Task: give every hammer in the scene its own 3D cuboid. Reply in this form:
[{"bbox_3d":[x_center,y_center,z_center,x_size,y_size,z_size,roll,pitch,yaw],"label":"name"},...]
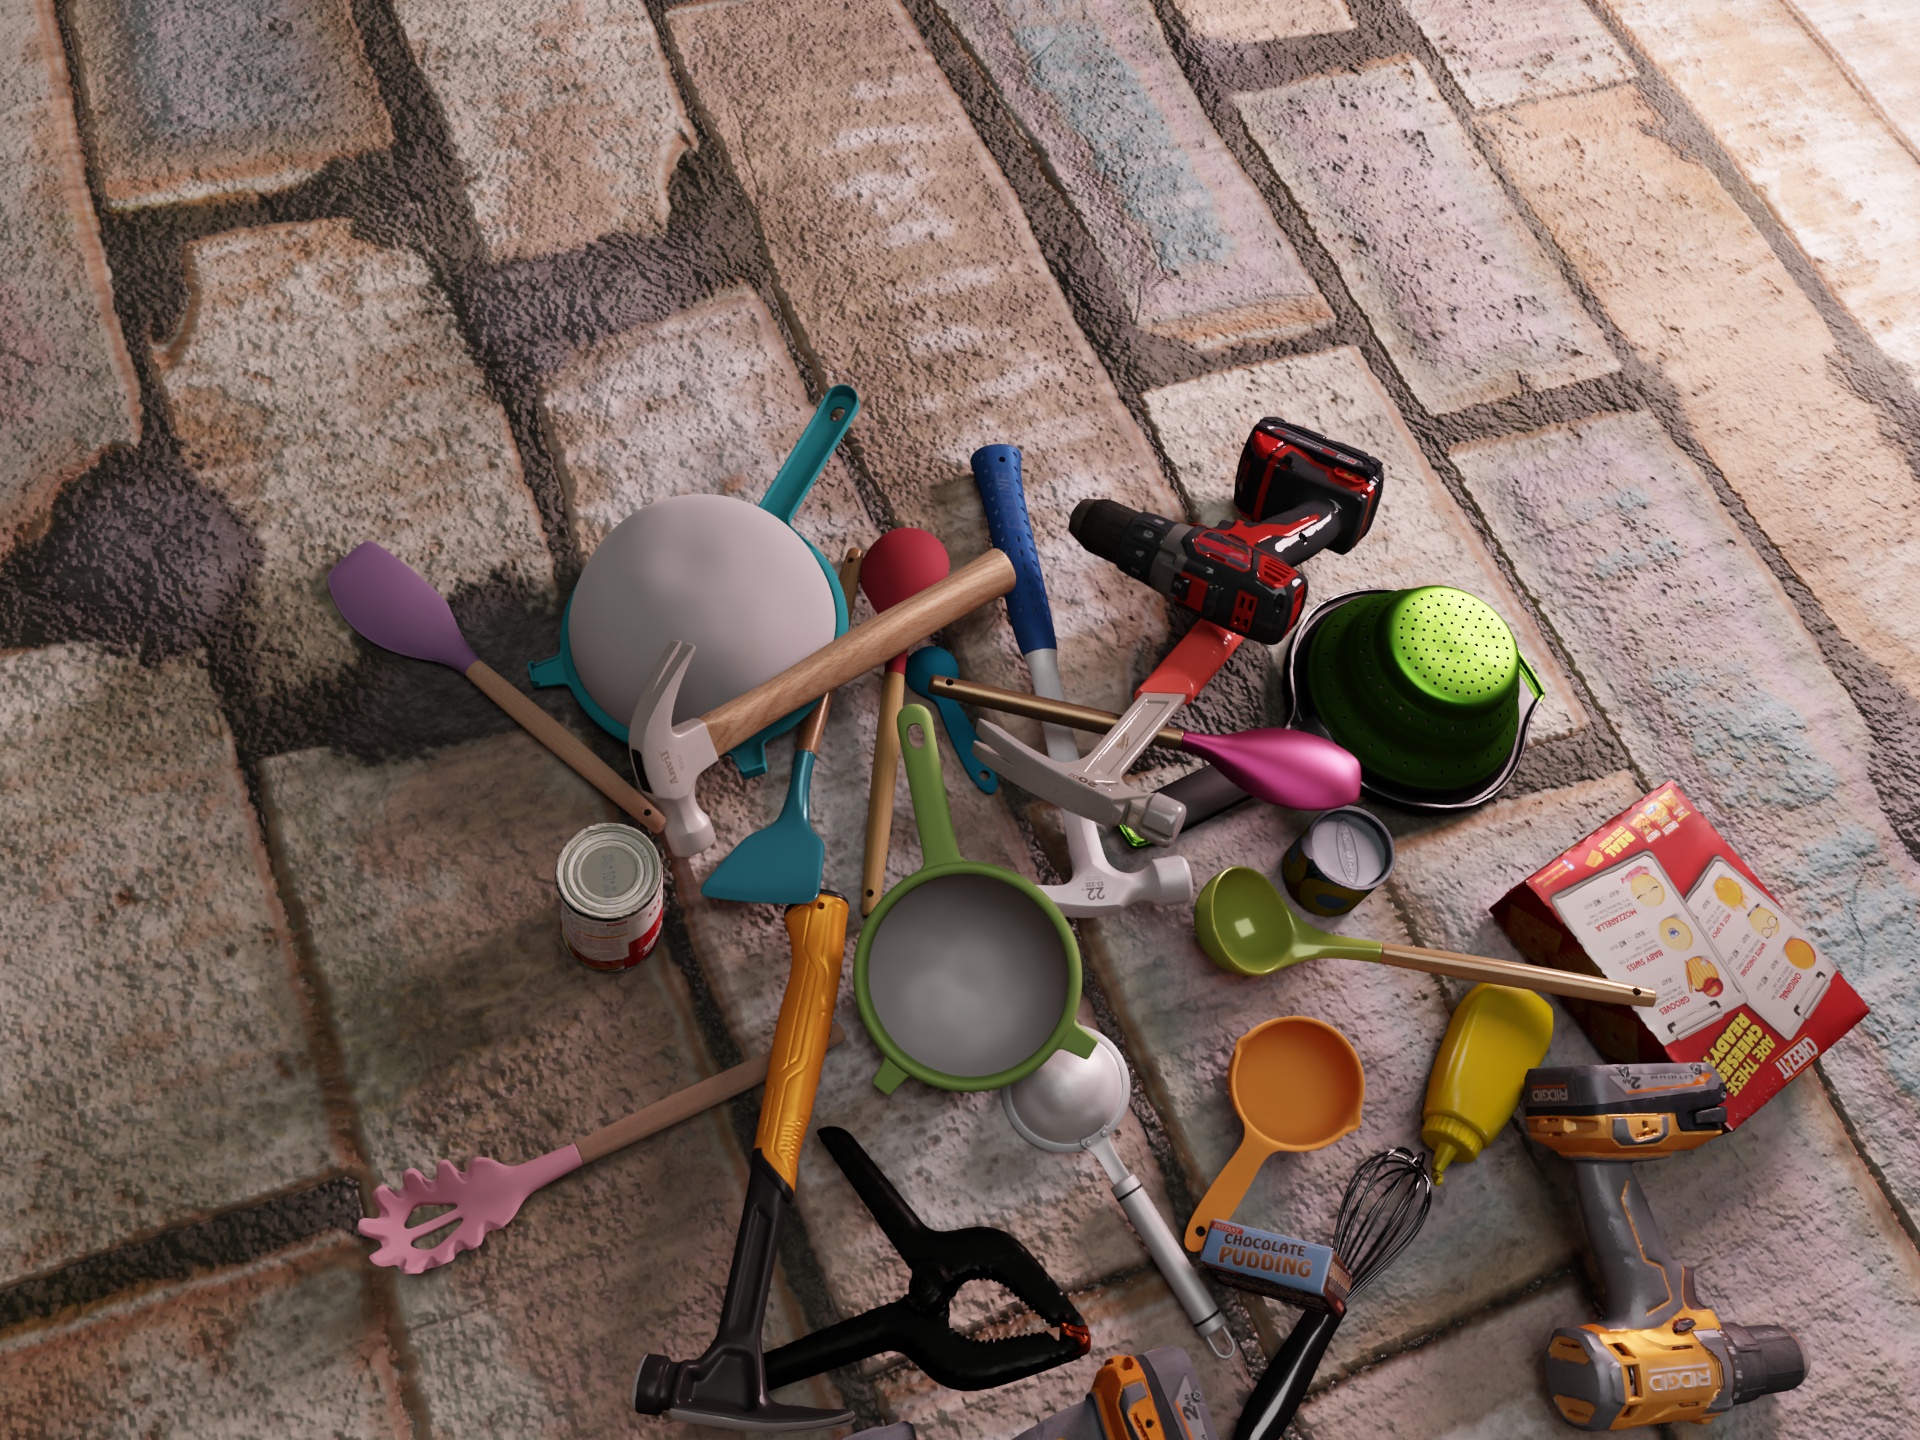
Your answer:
[{"bbox_3d":[-0.104,0.259,0.987,0.127,0.034,0.337,6,57,4],"label":"hammer"},{"bbox_3d":[-0.087,-0.042,1.107,0.331,0.130,0.031,-33,28,-32],"label":"hammer"},{"bbox_3d":[0.154,-0.038,1.159,0.149,0.036,0.359,26,40,17],"label":"hammer"},{"bbox_3d":[0.056,-0.040,1.194,0.144,0.035,0.406,-7,61,-7],"label":"hammer"}]

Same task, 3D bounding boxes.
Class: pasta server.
[{"bbox_3d":[-0.214,0.259,0.998,0.316,0.040,0.060,-22,70,-22],"label":"pasta server"}]

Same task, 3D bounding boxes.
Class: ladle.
[{"bbox_3d":[0.322,0.162,1.108,0.320,0.062,0.078,9,61,8],"label":"ladle"},{"bbox_3d":[-0.052,-0.009,1.166,0.069,0.031,0.316,1,67,9],"label":"ladle"}]

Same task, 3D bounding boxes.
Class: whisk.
[{"bbox_3d":[0.239,0.374,1.022,0.055,0.055,0.239,36,66,8],"label":"whisk"}]

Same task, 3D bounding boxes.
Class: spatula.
[{"bbox_3d":[-0.330,-0.020,1.132,0.316,0.018,0.060,38,72,10],"label":"spatula"},{"bbox_3d":[-0.108,-0.003,1.151,0.082,0.044,0.318,2,59,14],"label":"spatula"}]

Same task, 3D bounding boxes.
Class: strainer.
[{"bbox_3d":[-0.003,0.116,1.067,0.151,0.069,0.256,-12,86,8],"label":"strainer"},{"bbox_3d":[-0.161,-0.137,1.157,0.211,0.095,0.340,22,66,12],"label":"strainer"},{"bbox_3d":[0.105,0.297,1.040,0.087,0.050,0.258,-31,75,-7],"label":"strainer"}]

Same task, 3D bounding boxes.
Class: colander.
[{"bbox_3d":[0.293,-0.006,1.202,0.397,0.094,0.205,-24,69,-21],"label":"colander"}]

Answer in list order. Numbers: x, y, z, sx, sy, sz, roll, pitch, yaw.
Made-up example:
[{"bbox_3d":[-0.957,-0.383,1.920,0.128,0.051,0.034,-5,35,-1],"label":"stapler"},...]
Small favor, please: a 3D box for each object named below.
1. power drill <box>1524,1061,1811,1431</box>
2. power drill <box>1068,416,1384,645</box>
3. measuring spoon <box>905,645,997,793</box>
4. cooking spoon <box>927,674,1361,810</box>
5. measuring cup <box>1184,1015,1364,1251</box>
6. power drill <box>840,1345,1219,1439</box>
[{"bbox_3d":[0.469,0.343,1.051,0.185,0.084,0.226,3,75,-18],"label":"power drill"},{"bbox_3d":[0.209,-0.155,1.234,0.188,0.080,0.227,28,43,22],"label":"power drill"},{"bbox_3d":[-0.002,-0.004,1.184,0.042,0.021,0.129,-19,68,-20],"label":"measuring spoon"},{"bbox_3d":[0.133,0.009,1.139,0.319,0.017,0.069,12,56,-1],"label":"cooking spoon"},{"bbox_3d":[0.200,0.278,1.068,0.095,0.052,0.173,34,85,8],"label":"measuring cup"},{"bbox_3d":[0.044,0.469,0.916,0.226,0.084,0.164,-13,66,-12],"label":"power drill"}]
